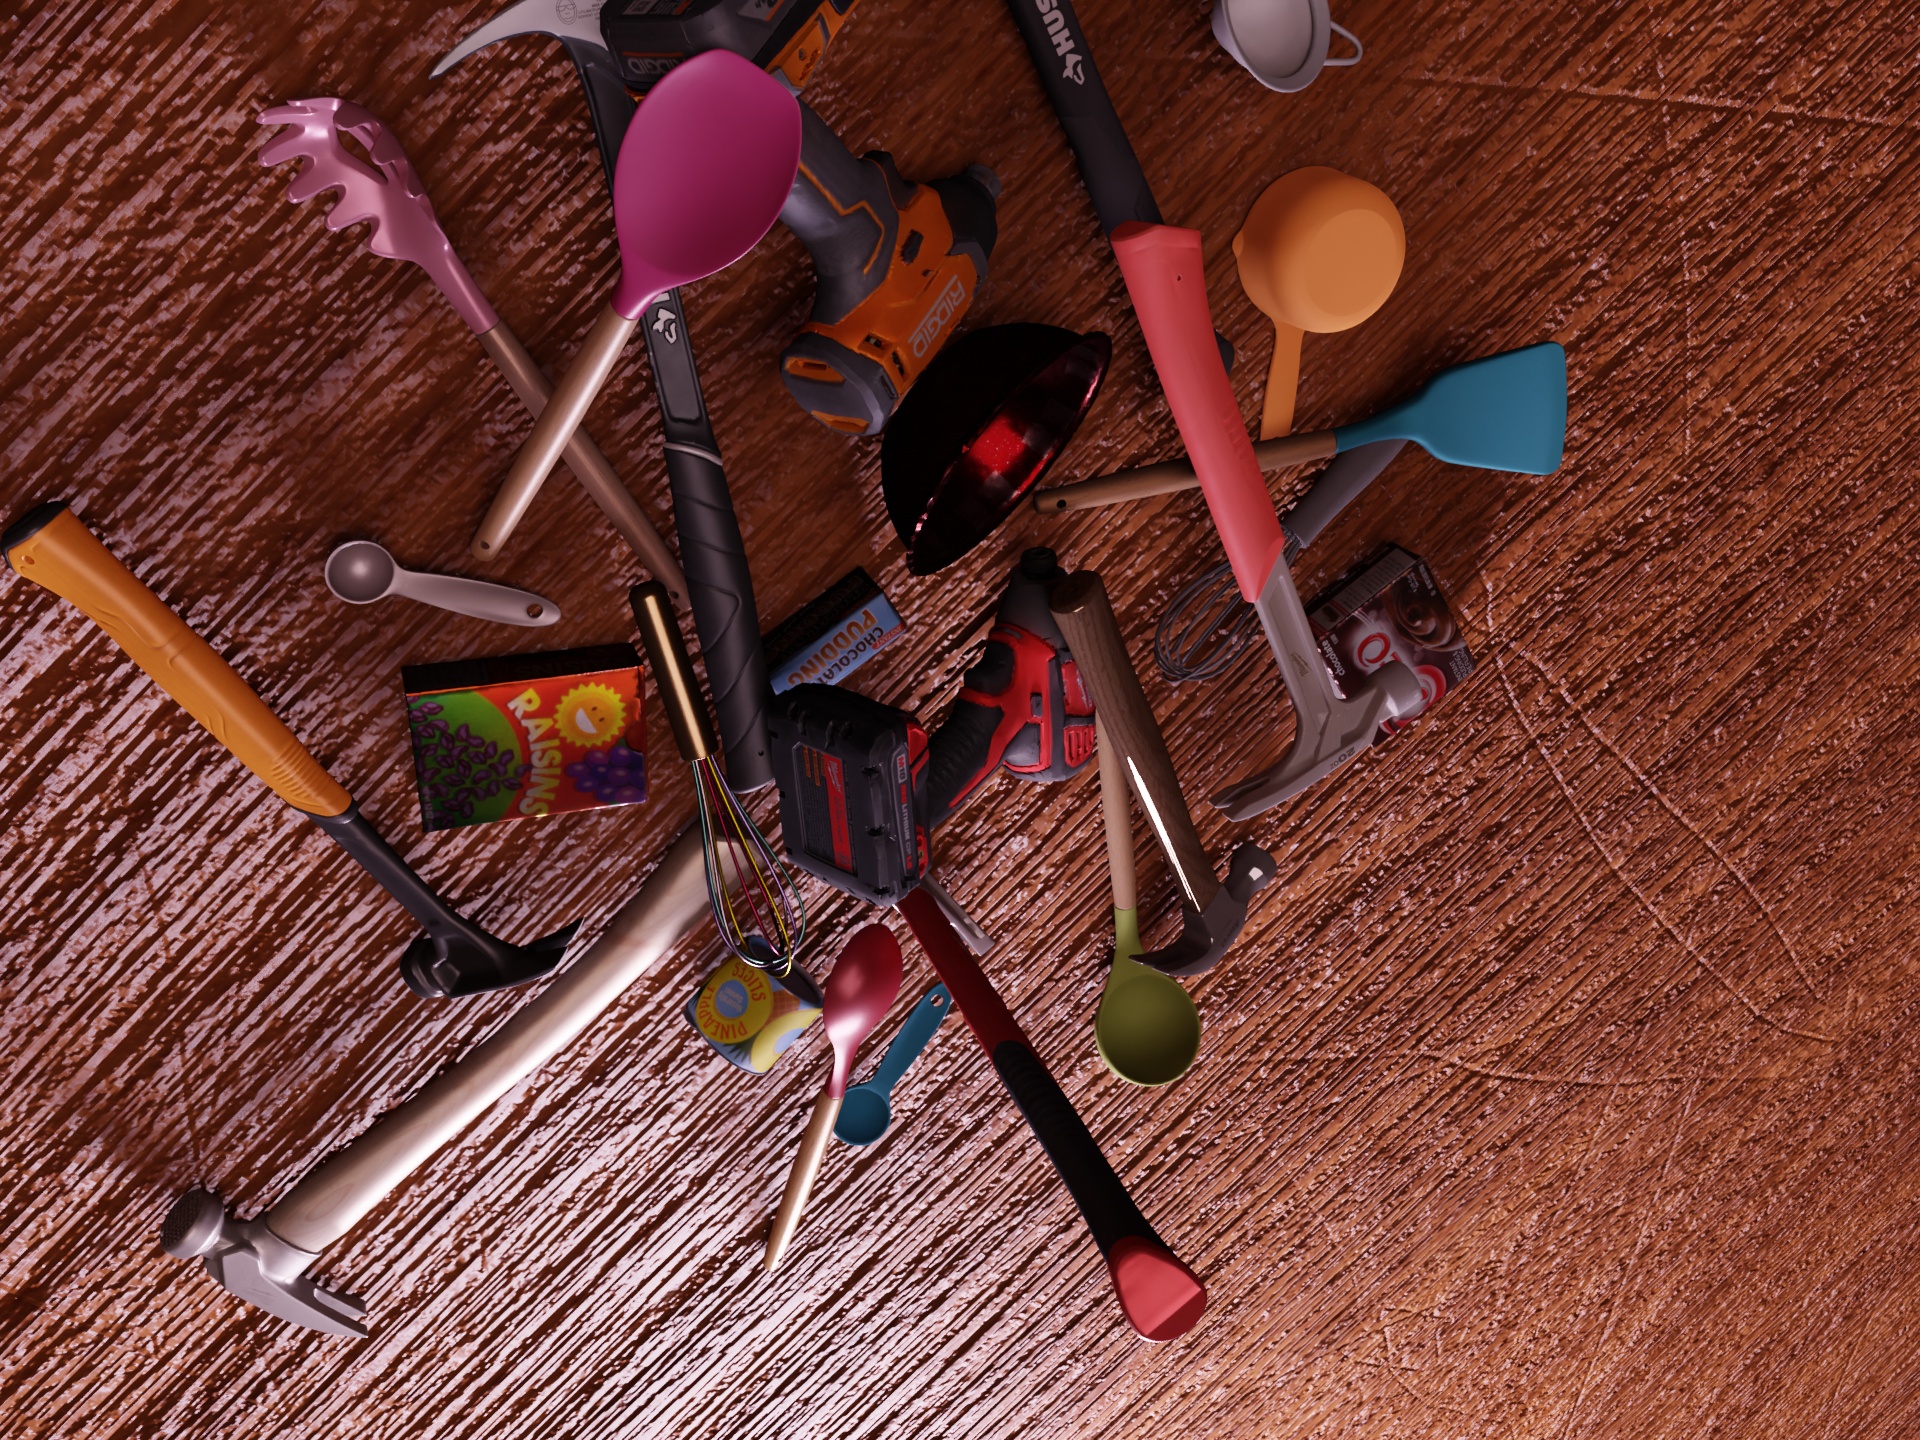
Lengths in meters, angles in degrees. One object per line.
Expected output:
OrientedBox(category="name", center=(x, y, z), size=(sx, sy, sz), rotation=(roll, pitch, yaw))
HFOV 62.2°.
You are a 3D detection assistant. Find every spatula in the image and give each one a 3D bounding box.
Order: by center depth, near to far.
OrientedBox(category="spatula", center=(0.199, -0.158, 0.937), size=(0.317, 0.044, 0.082), rotation=(-13, 120, -6))

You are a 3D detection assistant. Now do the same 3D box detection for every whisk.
OrientedBox(category="whisk", center=(-0.136, 0.038, 0.890), size=(0.051, 0.047, 0.244), rotation=(-19, 110, -10))
OrientedBox(category="whisk", center=(0.206, -0.115, 0.985), size=(0.239, 0.055, 0.055), rotation=(-47, 123, 0))

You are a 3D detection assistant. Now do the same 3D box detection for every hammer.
OrientedBox(category="hammer", center=(-0.143, -0.152, 0.793), size=(0.149, 0.036, 0.408), rotation=(-15, 112, -14))
OrientedBox(category="hammer", center=(-0.338, 0.023, 0.809), size=(0.127, 0.034, 0.336), rotation=(-15, 125, 33))
OrientedBox(category="hammer", center=(0.066, -0.305, 0.833), size=(0.146, 0.035, 0.334), rotation=(-34, 123, -4))
OrientedBox(category="hammer", center=(0.035, 0.188, 0.862), size=(0.038, 0.387, 0.143), rotation=(-40, 124, 0))
OrientedBox(category="hammer", center=(0.155, -0.113, 0.910), size=(0.149, 0.037, 0.358), rotation=(-32, 119, -8))
OrientedBox(category="hammer", center=(-0.271, 0.210, 0.958), size=(0.410, 0.038, 0.146), rotation=(-41, 125, 1))
OrientedBox(category="hammer", center=(0.118, 0.041, 0.976), size=(0.130, 0.031, 0.331), rotation=(-52, 136, -26))

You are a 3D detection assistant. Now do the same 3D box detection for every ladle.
OrientedBox(category="ladle", center=(-0.090, 0.257, 1.033), size=(0.069, 0.031, 0.315), rotation=(-23, 141, -47))
OrientedBox(category="ladle", center=(0.113, 0.104, 1.052), size=(0.078, 0.062, 0.320), rotation=(-18, 119, -20))

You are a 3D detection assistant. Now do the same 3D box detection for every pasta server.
OrientedBox(category="pasta server", center=(-0.220, -0.168, 0.784), size=(0.060, 0.040, 0.315), rotation=(-8, 132, 30))

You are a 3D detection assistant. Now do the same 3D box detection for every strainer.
OrientedBox(category="strainer", center=(0.110, -0.379, 0.780), size=(0.258, 0.050, 0.087), rotation=(13, 82, -45))

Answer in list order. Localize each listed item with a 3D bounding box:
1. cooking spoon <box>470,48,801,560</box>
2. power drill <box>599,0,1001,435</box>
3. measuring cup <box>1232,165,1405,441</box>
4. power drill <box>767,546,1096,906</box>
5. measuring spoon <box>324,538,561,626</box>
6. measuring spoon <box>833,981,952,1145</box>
OrientedBox(category="cooking spoon", center=(-0.163, -0.171, 0.724), size=(0.068, 0.017, 0.318), rotation=(31, 133, -17))
OrientedBox(category="power drill", center=(-0.054, -0.268, 0.742), size=(0.164, 0.084, 0.226), rotation=(-58, 143, -22))
OrientedBox(category="measuring cup", center=(0.204, -0.227, 0.919), size=(0.095, 0.052, 0.173), rotation=(-5, 116, -20))
OrientedBox(category="power drill", center=(-0.001, -0.003, 0.894), size=(0.219, 0.079, 0.143), rotation=(-32, 130, -41))
OrientedBox(category="measuring spoon", center=(-0.269, -0.070, 0.831), size=(0.124, 0.018, 0.034), rotation=(13, 110, -35))
OrientedBox(category="measuring spoon", center=(-0.044, 0.228, 1.075), size=(0.042, 0.021, 0.128), rotation=(34, 91, -10))
